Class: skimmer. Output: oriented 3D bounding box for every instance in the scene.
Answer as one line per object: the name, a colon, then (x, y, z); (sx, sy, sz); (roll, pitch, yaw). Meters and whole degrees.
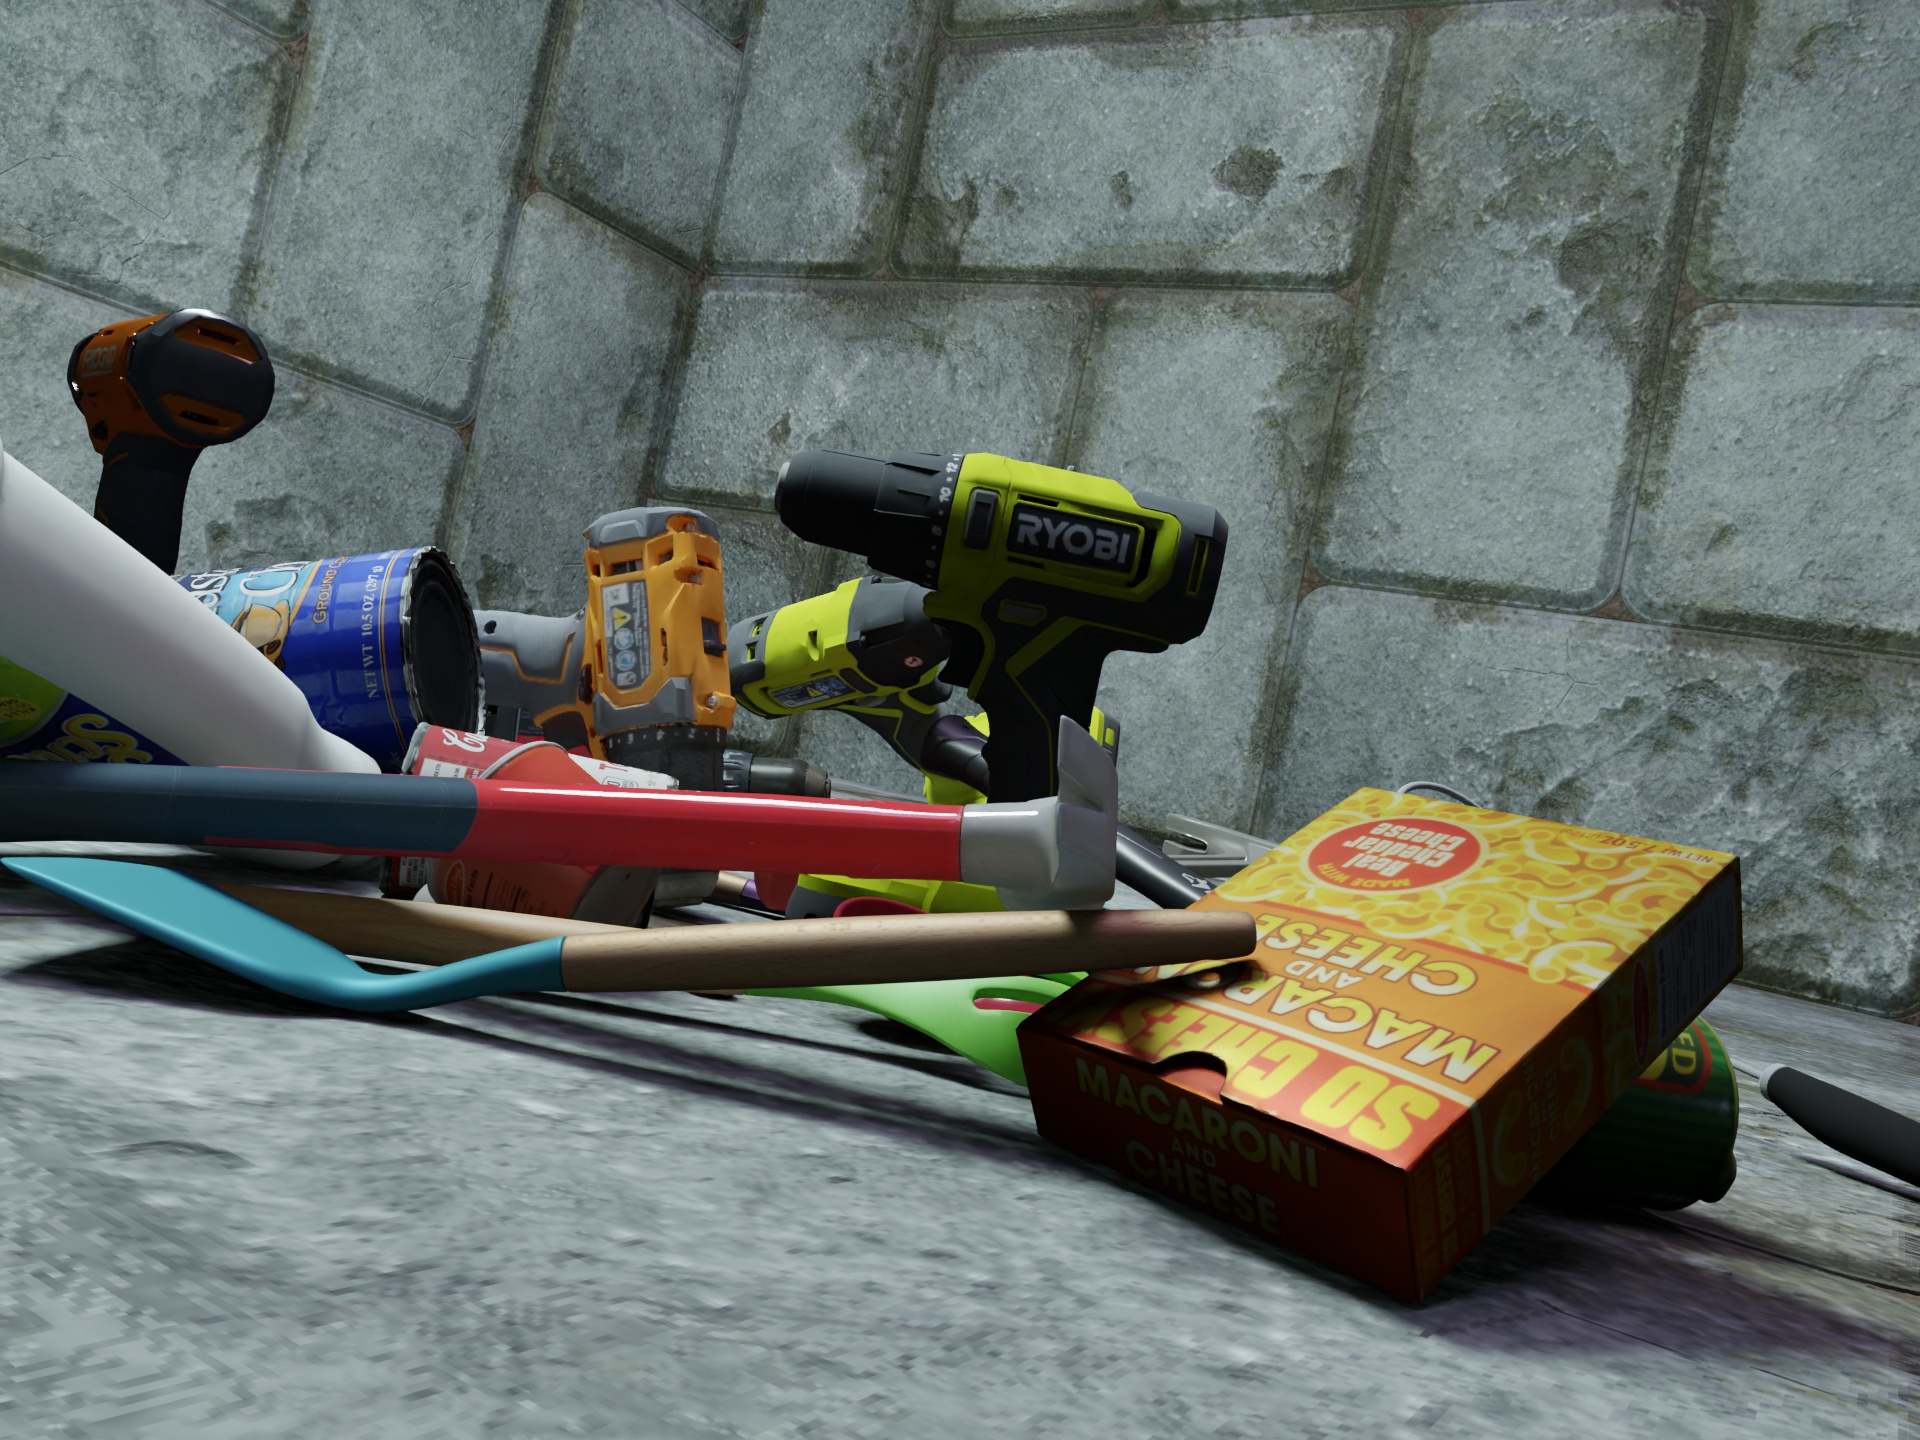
skimmer: (0.344, 0.120, 0.758); (0.127, 0.090, 0.364); (16, 5, -32)

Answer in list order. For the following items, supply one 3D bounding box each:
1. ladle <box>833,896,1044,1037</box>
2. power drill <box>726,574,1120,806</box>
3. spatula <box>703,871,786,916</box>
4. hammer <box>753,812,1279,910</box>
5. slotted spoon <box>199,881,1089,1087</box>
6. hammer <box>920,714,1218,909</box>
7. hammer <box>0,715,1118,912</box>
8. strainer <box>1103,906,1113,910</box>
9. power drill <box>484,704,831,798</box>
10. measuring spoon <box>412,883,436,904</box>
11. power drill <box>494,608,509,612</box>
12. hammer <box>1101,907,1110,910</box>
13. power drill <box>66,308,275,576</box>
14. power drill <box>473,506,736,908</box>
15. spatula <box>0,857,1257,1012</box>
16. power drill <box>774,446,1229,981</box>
ladle: (0.103, 0.121, 0.578); (0.315, 0.031, 0.069); (14, 24, -6)
power drill: (-0.009, -0.007, 0.948); (0.171, 0.080, 0.223); (-13, -35, 38)
spatula: (-0.131, 0.081, 0.806); (0.316, 0.018, 0.059); (13, 2, 13)
hammer: (0.045, 0.077, 0.861); (0.358, 0.036, 0.149); (4, 7, -38)
slotted spoon: (-0.092, 0.077, 0.498); (0.313, 0.031, 0.070); (9, 27, -11)
hammer: (0.090, 0.069, 0.766); (0.146, 0.035, 0.335); (0, 21, -39)
hammer: (-0.149, 0.025, 0.457); (0.386, 0.038, 0.143); (2, -15, 4)
strainer: (0.228, 0.121, 1.005); (0.340, 0.095, 0.211); (13, -1, 20)
power drill: (-0.176, 0.028, 0.940); (0.188, 0.080, 0.226); (3, -11, 0)
measuring spoon: (-0.140, 0.075, 0.593); (0.124, 0.018, 0.034); (13, -2, -16)
power drill: (-0.327, -0.007, 1.015); (0.078, 0.143, 0.220); (53, -9, -9)
hammer: (0.064, 0.115, 0.890); (0.146, 0.038, 0.411); (11, 0, -43)
power drill: (-0.412, -0.085, 0.777); (0.084, 0.226, 0.164); (13, -2, -44)
power drill: (-0.212, 0.006, 0.768); (0.226, 0.185, 0.084); (-9, -8, 19)
spatula: (-0.080, 0.053, 0.426); (0.317, 0.044, 0.082); (-2, -7, -1)
power drill: (-0.001, -0.002, 0.681); (0.190, 0.228, 0.080); (12, -1, 2)
